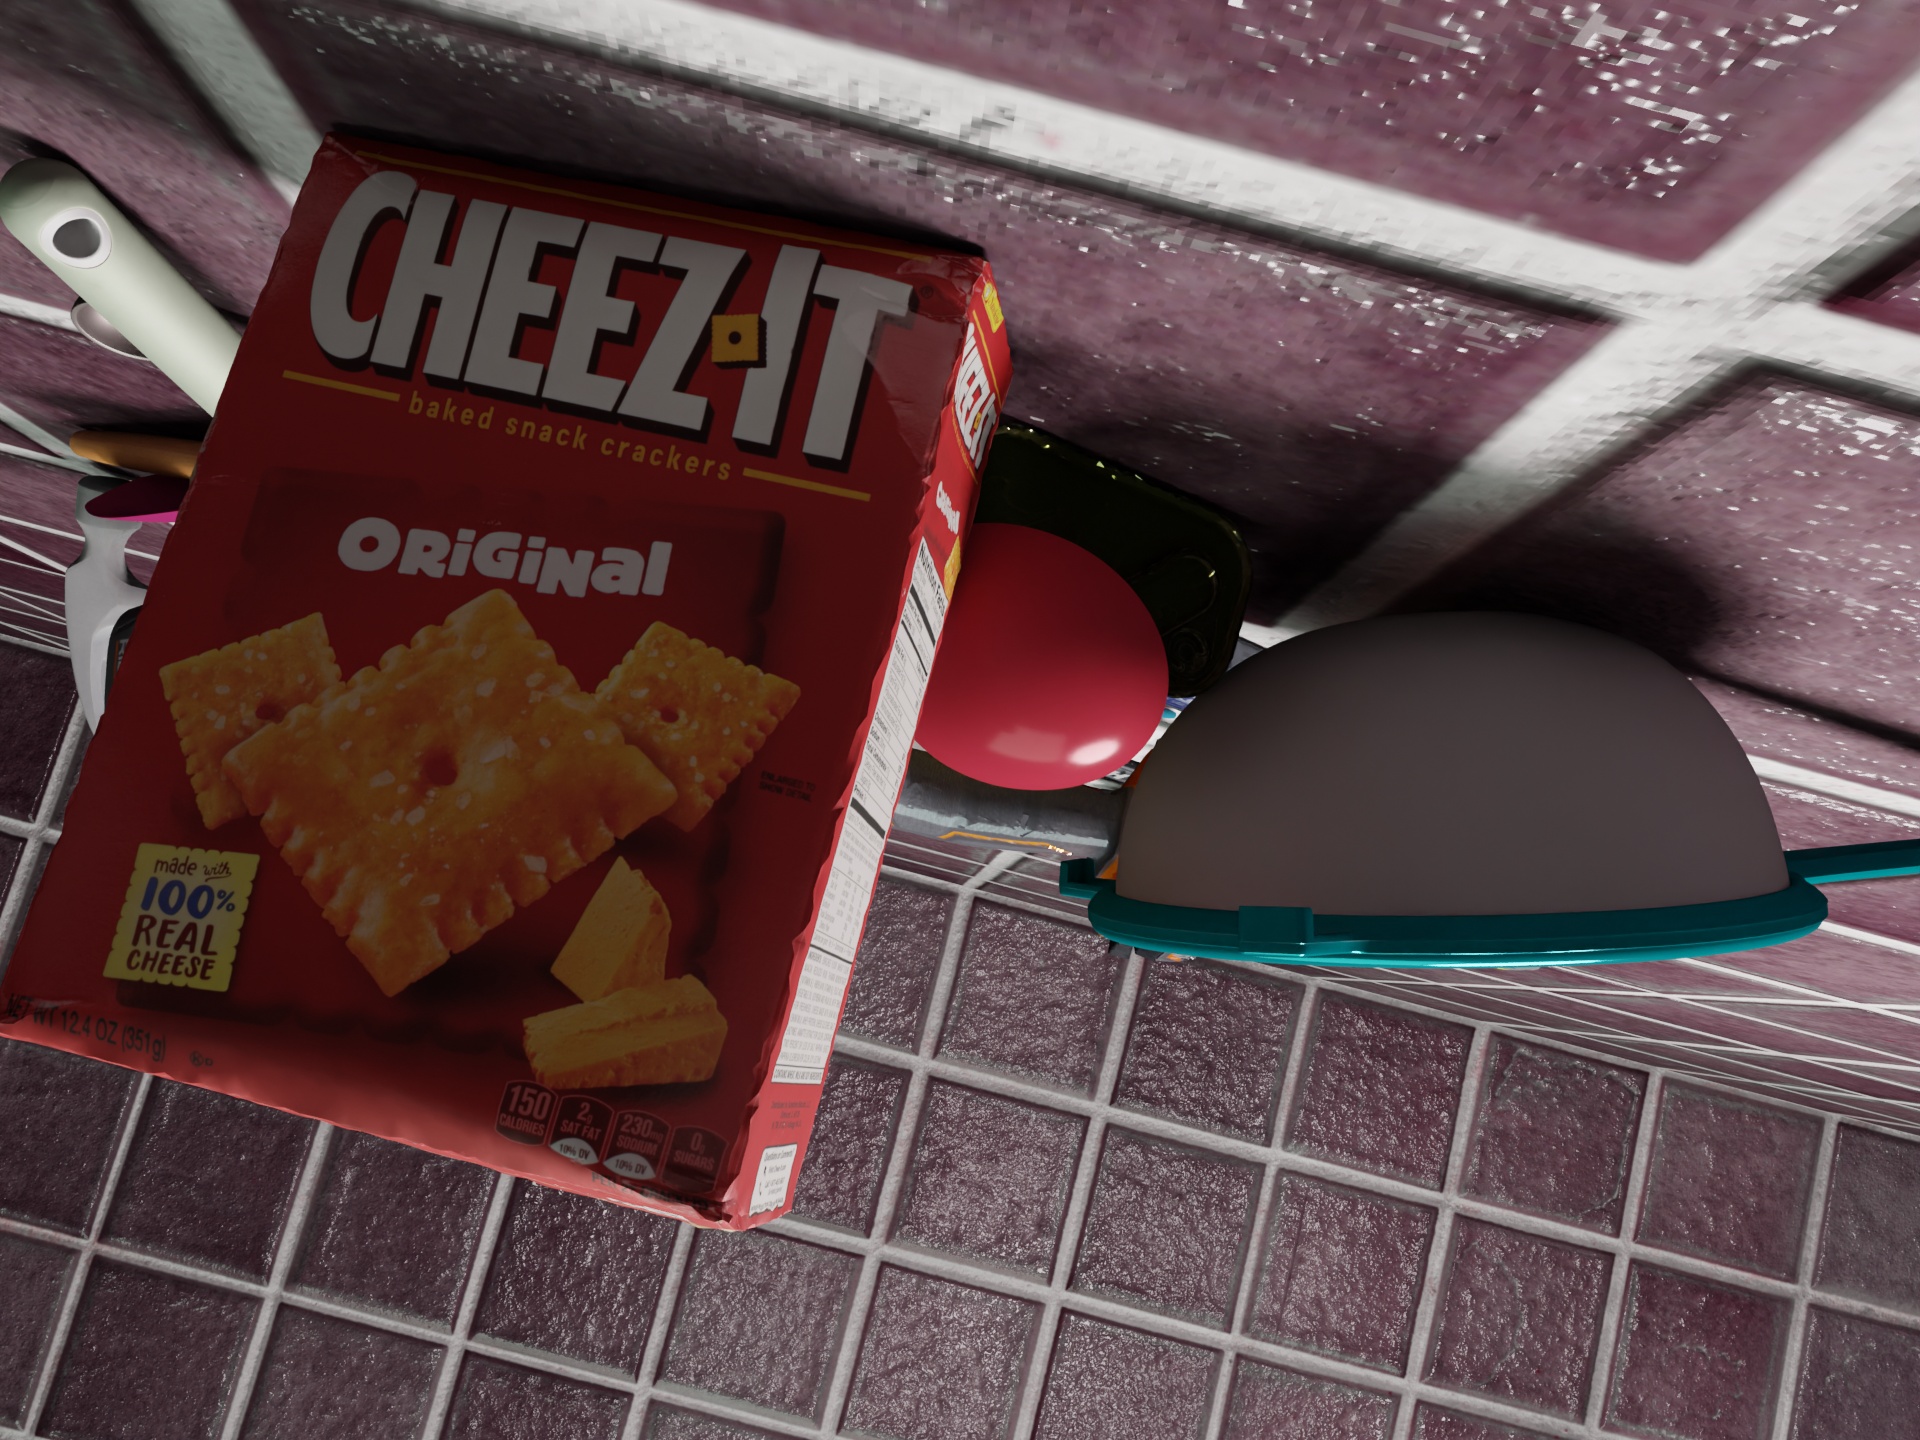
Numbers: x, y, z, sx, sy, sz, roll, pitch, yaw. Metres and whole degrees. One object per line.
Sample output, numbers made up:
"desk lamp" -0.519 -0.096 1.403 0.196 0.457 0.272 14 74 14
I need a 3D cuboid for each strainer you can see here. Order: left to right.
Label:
"strainer" 0.205 0.012 0.497 0.340 0.095 0.211 -3 179 -11

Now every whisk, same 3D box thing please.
"whisk" -0.227 -0.098 0.531 0.059 0.058 0.246 48 173 24

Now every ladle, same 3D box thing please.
"ladle" -0.084 -0.061 0.456 0.316 0.069 0.031 26 -158 26

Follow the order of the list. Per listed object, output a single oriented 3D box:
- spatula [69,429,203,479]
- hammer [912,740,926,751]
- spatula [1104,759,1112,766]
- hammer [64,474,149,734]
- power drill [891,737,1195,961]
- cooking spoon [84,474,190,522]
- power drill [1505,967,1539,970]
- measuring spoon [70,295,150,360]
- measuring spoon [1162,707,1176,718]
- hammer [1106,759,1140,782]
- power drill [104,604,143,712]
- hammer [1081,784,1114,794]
"spatula" -0.310 -0.118 0.686 0.323 0.041 0.081 13 172 39
"hammer" -0.128 0.019 1.000 0.130 0.031 0.331 28 158 -25
"spatula" -0.079 -0.049 0.500 0.316 0.018 0.059 25 175 33
"hammer" -0.304 -0.020 0.891 0.405 0.144 0.035 14 -166 2
"power drill" 0.008 0.043 0.704 0.226 0.084 0.164 14 164 -2
"cooking spoon" -0.255 -0.092 0.691 0.319 0.017 0.069 6 -149 23
"power drill" 0.246 0.112 1.037 0.228 0.080 0.190 14 171 -10
"measuring spoon" -0.232 -0.126 0.541 0.124 0.018 0.034 11 160 -22
"measuring spoon" 0.042 -0.008 0.784 0.128 0.021 0.042 12 171 16
"hammer" -0.001 -0.002 0.752 0.408 0.036 0.149 19 160 -28
"power drill" -0.281 -0.020 0.790 0.226 0.084 0.185 -4 172 29
"hammer" -0.054 0.016 1.041 0.386 0.038 0.143 14 170 2
